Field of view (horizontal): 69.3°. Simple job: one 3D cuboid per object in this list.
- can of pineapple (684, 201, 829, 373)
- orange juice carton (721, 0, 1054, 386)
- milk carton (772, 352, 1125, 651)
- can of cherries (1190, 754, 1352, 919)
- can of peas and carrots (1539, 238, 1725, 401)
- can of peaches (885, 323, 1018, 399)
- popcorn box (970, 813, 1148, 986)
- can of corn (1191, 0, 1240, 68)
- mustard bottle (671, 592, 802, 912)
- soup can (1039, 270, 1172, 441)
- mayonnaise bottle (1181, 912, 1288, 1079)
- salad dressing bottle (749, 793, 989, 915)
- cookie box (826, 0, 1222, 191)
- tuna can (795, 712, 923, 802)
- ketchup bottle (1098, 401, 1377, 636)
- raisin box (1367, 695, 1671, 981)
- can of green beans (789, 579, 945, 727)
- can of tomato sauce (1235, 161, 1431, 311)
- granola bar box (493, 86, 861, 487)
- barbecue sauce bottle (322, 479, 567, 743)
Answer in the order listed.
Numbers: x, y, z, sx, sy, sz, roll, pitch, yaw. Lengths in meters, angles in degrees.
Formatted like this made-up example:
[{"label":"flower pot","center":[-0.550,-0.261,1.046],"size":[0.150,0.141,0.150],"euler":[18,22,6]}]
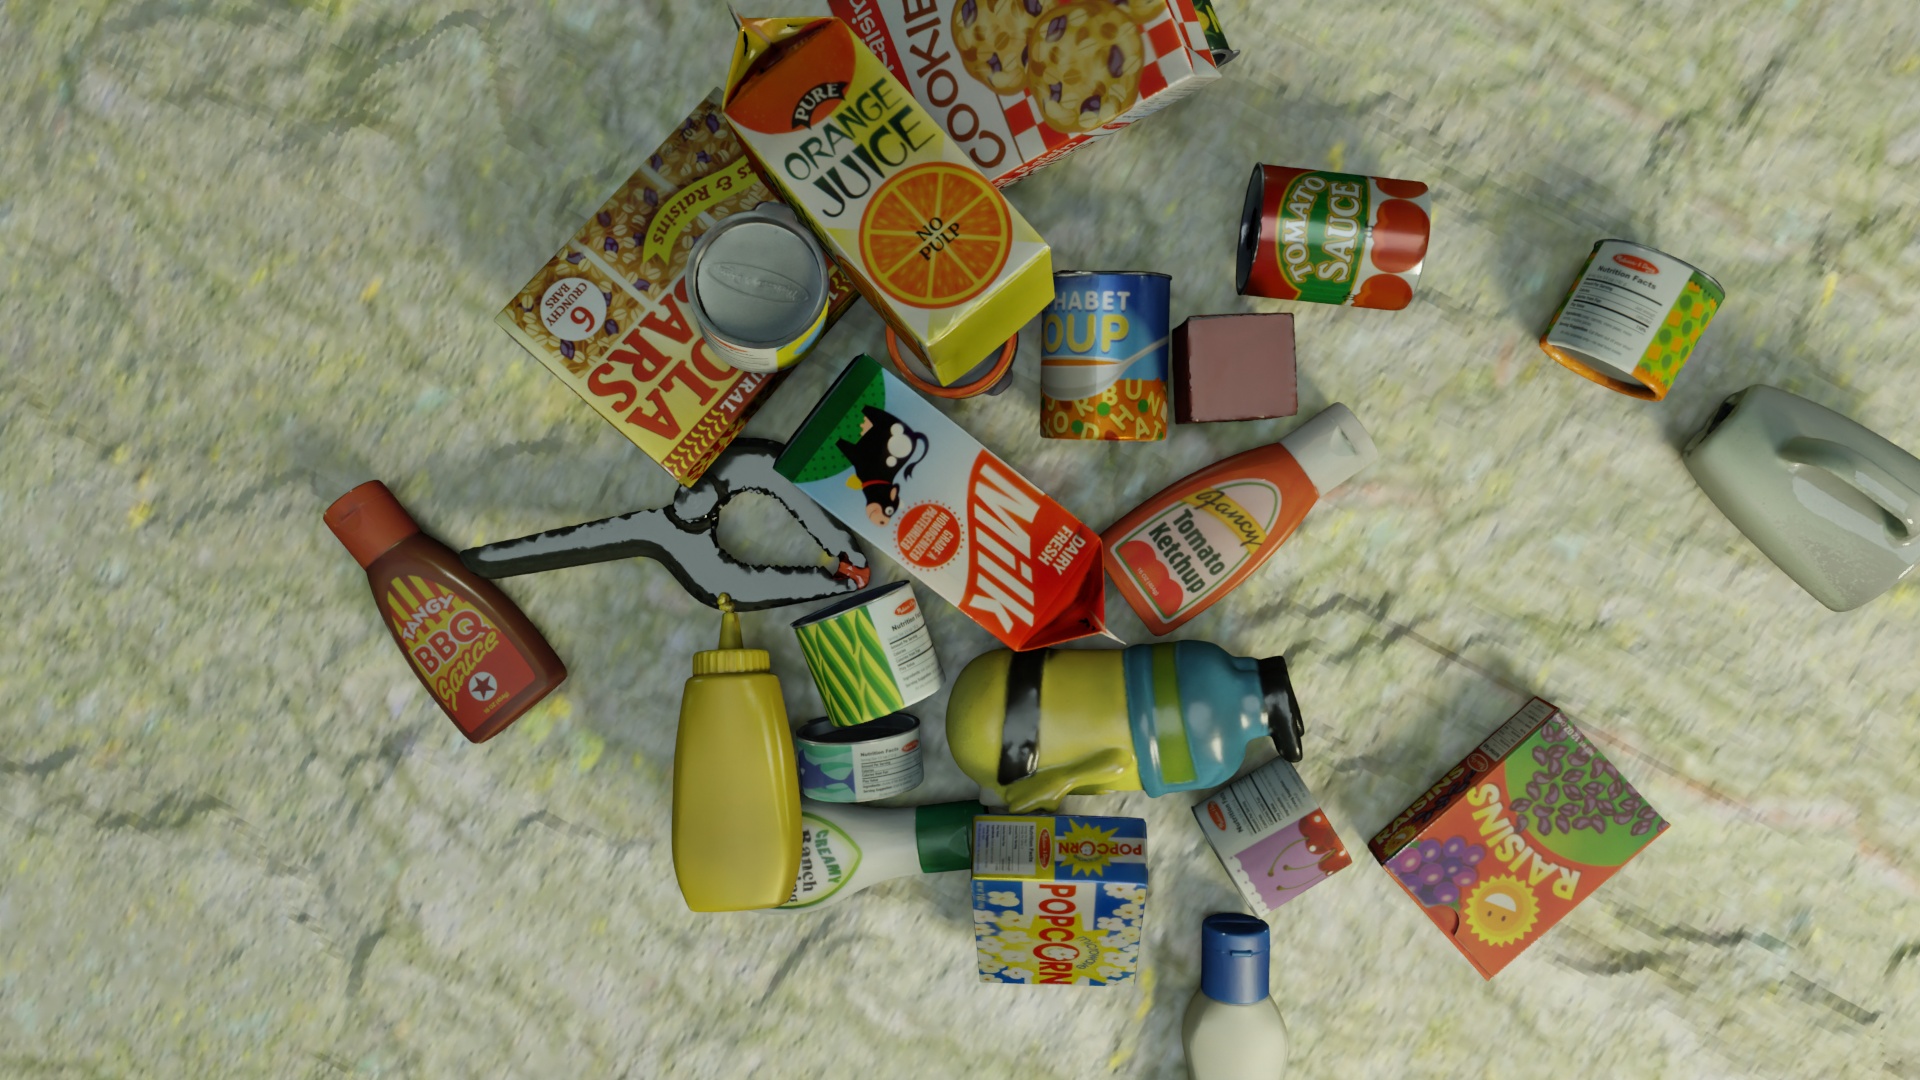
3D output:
[{"label":"can of pineapple","center":[-0.095,-0.119,0.667],"size":[0.071,0.058,0.071],"euler":[1,85,-6]},{"label":"orange juice carton","center":[-0.045,-0.172,0.659],"size":[0.073,0.071,0.193],"euler":[-40,80,-2]},{"label":"milk carton","center":[0.003,-0.009,0.705],"size":[0.190,0.072,0.073],"euler":[38,91,-10]},{"label":"can of cherries","center":[0.163,0.155,0.726],"size":[0.058,0.071,0.071],"euler":[-32,92,5]},{"label":"can of peas and carrots","center":[0.335,-0.109,0.695],"size":[0.071,0.071,0.058],"euler":[29,96,1]},{"label":"can of peaches","center":[-0.002,-0.105,0.718],"size":[0.071,0.058,0.071],"euler":[0,94,4]},{"label":"popcorn box","center":[0.050,0.185,0.709],"size":[0.085,0.126,0.038],"euler":[0,50,3]},{"label":"can of corn","center":[0.097,-0.257,0.696],"size":[0.071,0.071,0.058],"euler":[-23,93,5]},{"label":"mustard bottle","center":[-0.115,0.106,0.714],"size":[0.065,0.048,0.160],"euler":[-3,82,2]},{"label":"soup can","center":[0.072,-0.093,0.708],"size":[0.071,0.071,0.083],"euler":[1,95,3]},{"label":"mayonnaise bottle","center":[0.148,0.278,0.748],"size":[0.065,0.041,0.148],"euler":[0,93,2]},{"label":"salad dressing bottle","center":[-0.057,0.165,0.749],"size":[0.148,0.044,0.064],"euler":[-7,91,4]},{"label":"cookie box","center":[0.027,-0.245,0.677],"size":[0.167,0.040,0.123],"euler":[-19,93,35]},{"label":"tuna can","center":[-0.055,0.114,0.736],"size":[0.071,0.071,0.032],"euler":[-4,96,4]},{"label":"ketchup bottle","center":[0.145,-0.015,0.724],"size":[0.149,0.043,0.064],"euler":[-35,91,5]},{"label":"raisin box","center":[0.291,0.156,0.730],"size":[0.123,0.040,0.086],"euler":[-43,92,6]},{"label":"can of green beans","center":[-0.048,0.059,0.729],"size":[0.071,0.071,0.057],"euler":[-20,94,5]},{"label":"can of tomato sauce","center":[0.186,-0.152,0.697],"size":[0.083,0.071,0.071],"euler":[7,95,2]},{"label":"granola bar box","center":[-0.133,-0.129,0.715],"size":[0.124,0.039,0.166],"euler":[41,82,0]},{"label":"barbecue sauce bottle","center":[-0.283,0.035,0.753],"size":[0.065,0.044,0.148],"euler":[-39,91,7]}]
